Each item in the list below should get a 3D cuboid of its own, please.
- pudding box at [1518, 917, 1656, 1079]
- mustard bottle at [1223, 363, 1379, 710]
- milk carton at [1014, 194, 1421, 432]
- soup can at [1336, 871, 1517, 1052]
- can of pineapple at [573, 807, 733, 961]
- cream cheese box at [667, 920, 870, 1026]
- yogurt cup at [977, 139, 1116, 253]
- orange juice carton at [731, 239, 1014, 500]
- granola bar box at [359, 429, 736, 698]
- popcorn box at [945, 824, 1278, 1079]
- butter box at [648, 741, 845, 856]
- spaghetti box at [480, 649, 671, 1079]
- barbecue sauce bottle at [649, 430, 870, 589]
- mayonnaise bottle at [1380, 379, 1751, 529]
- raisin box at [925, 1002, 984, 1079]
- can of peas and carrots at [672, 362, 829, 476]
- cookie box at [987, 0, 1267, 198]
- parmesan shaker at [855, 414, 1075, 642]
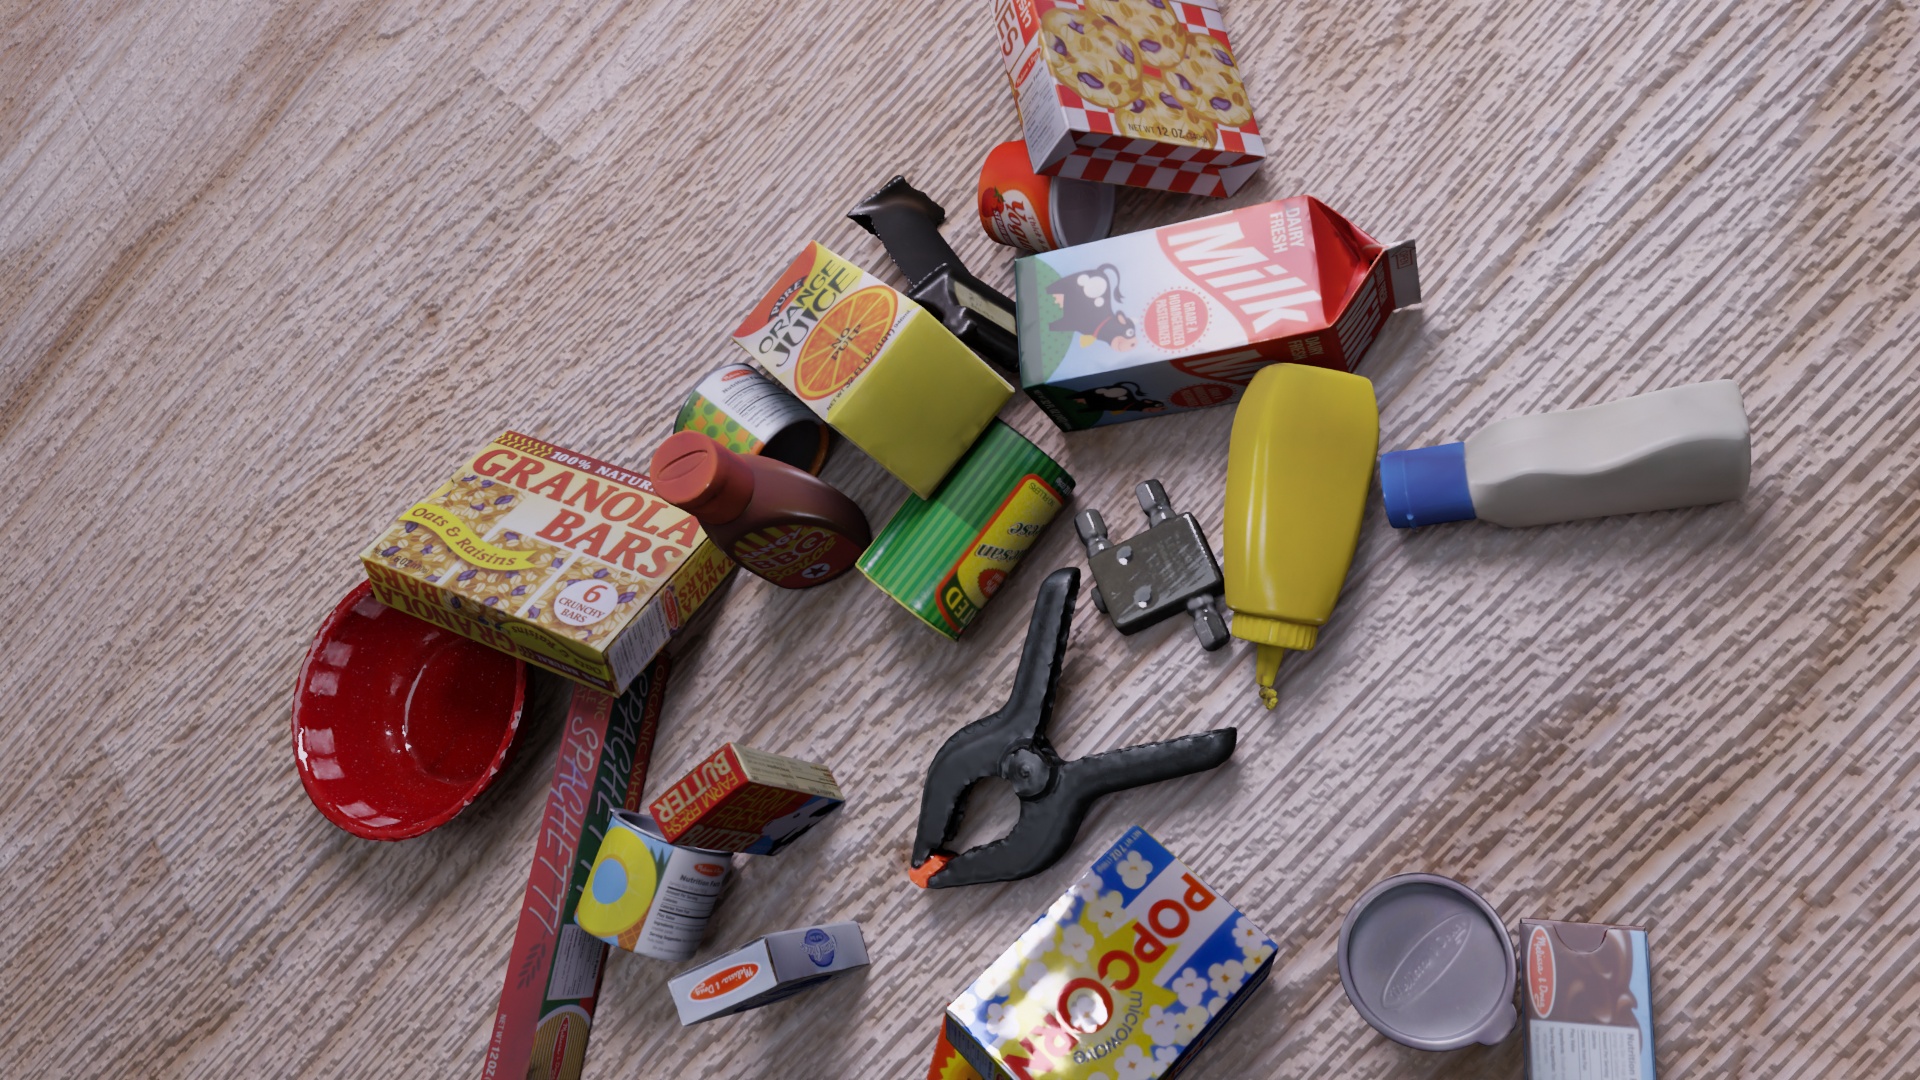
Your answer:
[{"bbox_3d":[0.257,0.200,0.570,0.049,0.030,0.084,-3,74,22],"label":"pudding box"},{"bbox_3d":[0.153,0.000,0.653,0.065,0.049,0.160,10,89,-9],"label":"mustard bottle"},{"bbox_3d":[0.128,-0.113,0.689,0.190,0.072,0.073,-9,72,18],"label":"milk carton"},{"bbox_3d":[0.195,0.174,0.572,0.071,0.083,0.071,-6,73,20],"label":"soup can"},{"bbox_3d":[-0.160,0.177,0.718,0.071,0.071,0.058,17,82,24],"label":"can of pineapple"},{"bbox_3d":[-0.088,0.205,0.661,0.053,0.103,0.024,-26,71,14],"label":"cream cheese box"},{"bbox_3d":[0.045,-0.186,0.749,0.054,0.072,0.072,11,79,32],"label":"yogurt cup"},{"bbox_3d":[-0.058,-0.100,0.734,0.072,0.073,0.193,-50,35,2],"label":"orange juice carton"},{"bbox_3d":[-0.222,0.007,0.766,0.166,0.038,0.125,18,45,20],"label":"granola bar box"},{"bbox_3d":[0.067,0.198,0.611,0.127,0.038,0.085,-38,61,-24],"label":"popcorn box"},{"bbox_3d":[-0.104,0.130,0.689,0.053,0.103,0.024,-39,64,8],"label":"butter box"},{"bbox_3d":[-0.204,0.175,0.744,0.028,0.050,0.250,5,76,21],"label":"spaghetti box"},{"bbox_3d":[-0.103,-0.015,0.707,0.065,0.148,0.044,-25,67,13],"label":"barbecue sauce bottle"},{"bbox_3d":[0.266,-0.033,0.620,0.148,0.064,0.041,-8,59,23],"label":"mayonnaise bottle"},{"bbox_3d":[0.019,0.285,0.632,0.086,0.040,0.123,12,79,25],"label":"raisin box"},{"bbox_3d":[-0.116,-0.054,0.771,0.059,0.071,0.071,36,90,25],"label":"can of peas and carrots"},{"bbox_3d":[0.081,-0.266,0.730,0.040,0.123,0.168,-44,53,55],"label":"cookie box"},{"bbox_3d":[0.003,-0.009,0.707,0.071,0.071,0.103,38,90,26],"label":"parmesan shaker"}]
